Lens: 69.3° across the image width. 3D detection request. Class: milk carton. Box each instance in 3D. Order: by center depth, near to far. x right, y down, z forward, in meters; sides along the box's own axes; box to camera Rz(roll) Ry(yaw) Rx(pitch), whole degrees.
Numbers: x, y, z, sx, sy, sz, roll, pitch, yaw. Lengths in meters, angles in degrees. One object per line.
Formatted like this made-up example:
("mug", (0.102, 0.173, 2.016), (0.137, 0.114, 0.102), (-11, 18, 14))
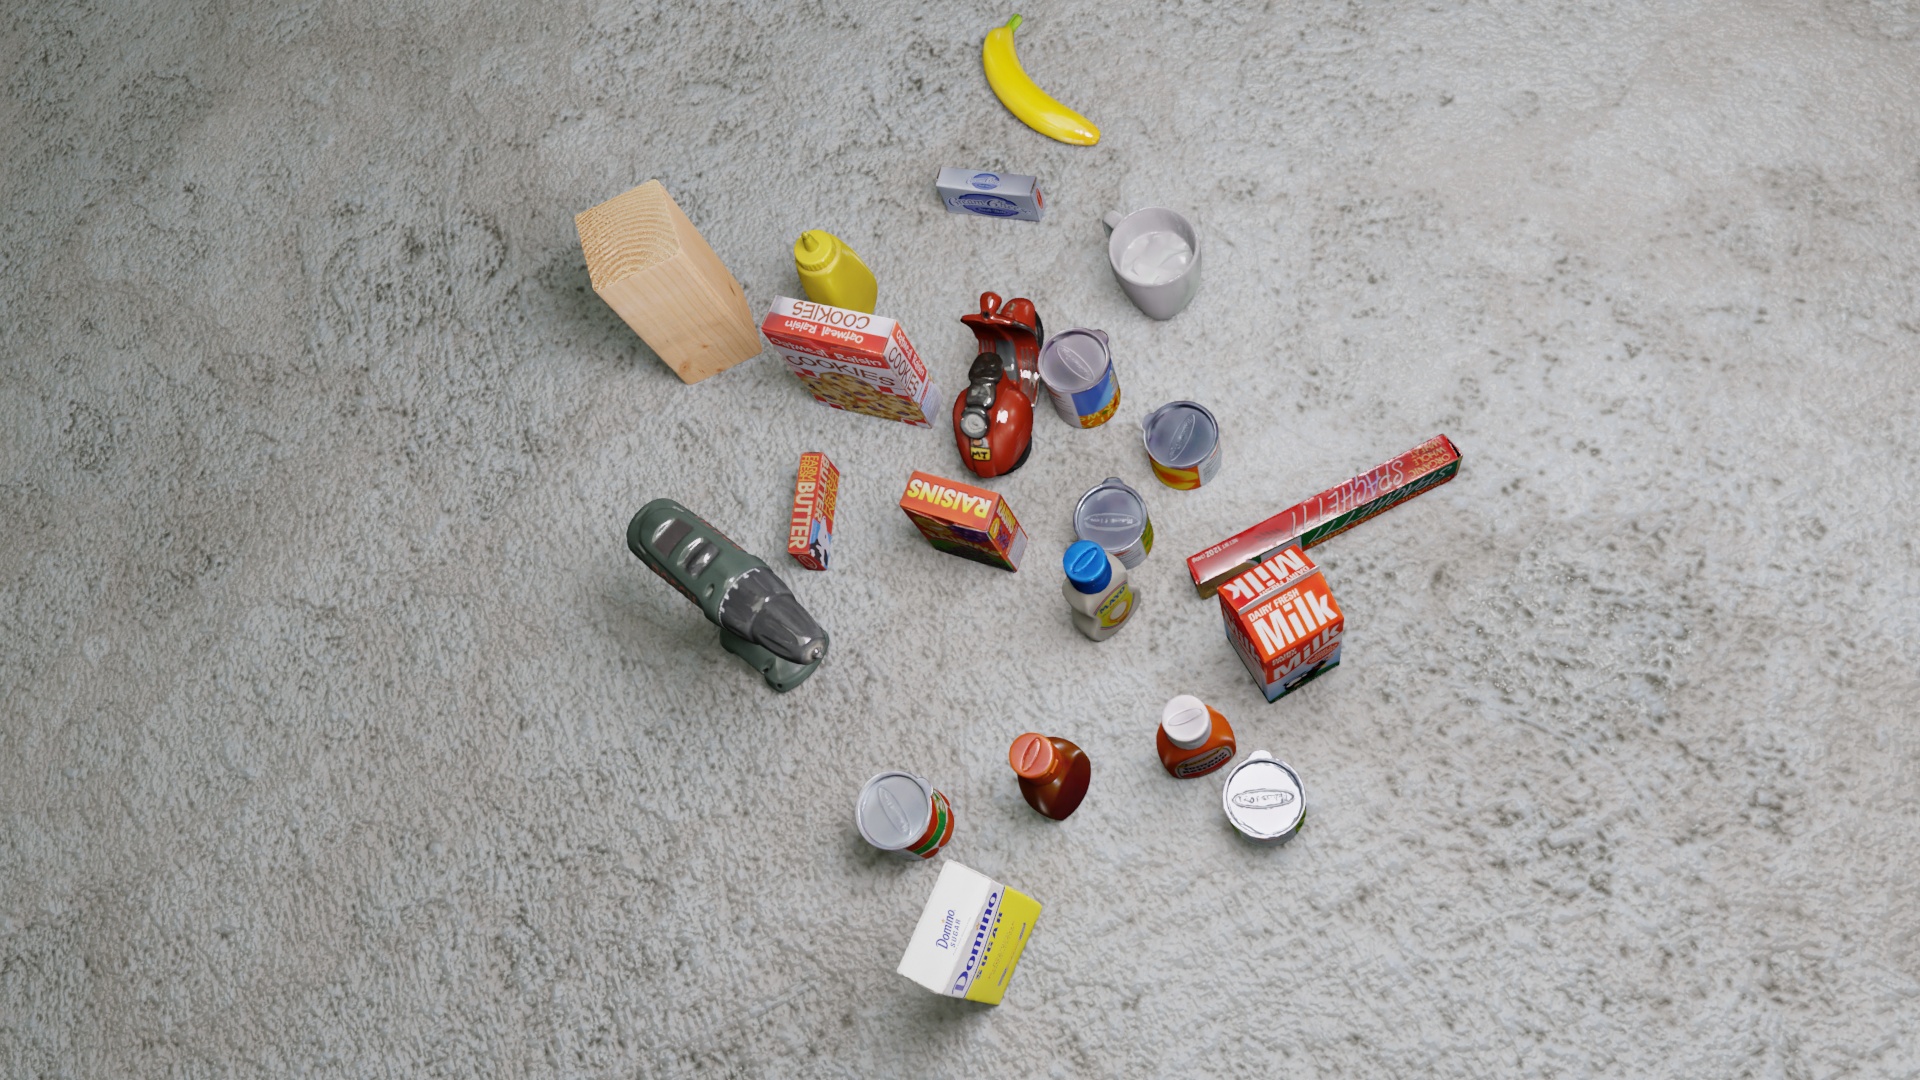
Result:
("milk carton", (0.258, 0.065, 1.117), (0.072, 0.190, 0.073), (-31, 67, 3))

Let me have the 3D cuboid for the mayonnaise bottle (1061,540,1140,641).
("mayonnaise bottle", (0.117, 0.040, 1.185), (0.065, 0.147, 0.041), (-46, 67, -4))

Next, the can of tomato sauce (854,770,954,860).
("can of tomato sauce", (-0.045, 0.235, 1.191), (0.071, 0.083, 0.071), (-5, 70, 13))

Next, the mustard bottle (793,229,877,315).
("mustard bottle", (-0.126, -0.262, 1.348), (0.049, 0.160, 0.065), (20, 77, 20))

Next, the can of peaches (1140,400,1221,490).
("can of peaches", (0.200, -0.086, 1.258), (0.071, 0.058, 0.071), (-5, 70, 13))

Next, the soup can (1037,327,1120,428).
("soup can", (0.114, -0.151, 1.289), (0.071, 0.083, 0.071), (-5, 70, 13))

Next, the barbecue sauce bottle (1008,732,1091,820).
("barbecue sauce bottle", (0.073, 0.190, 1.142), (0.044, 0.148, 0.065), (22, 78, 20))

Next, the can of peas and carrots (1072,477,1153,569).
("can of peas and carrots", (0.138, -0.014, 1.247), (0.071, 0.058, 0.071), (-5, 70, 13))

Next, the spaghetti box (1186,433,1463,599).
("spaghetti box", (0.315, -0.020, 1.209), (0.250, 0.050, 0.029), (-26, 67, 4))

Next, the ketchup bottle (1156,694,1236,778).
("ketchup bottle", (0.187, 0.157, 1.124), (0.065, 0.148, 0.043), (-24, 67, 5))

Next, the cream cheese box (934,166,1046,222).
("cream cheese box", (0.031, -0.348, 1.398), (0.104, 0.053, 0.024), (11, 74, 18))

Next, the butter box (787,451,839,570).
("butter box", (-0.140, -0.028, 1.326), (0.024, 0.053, 0.104), (1, 71, 15))

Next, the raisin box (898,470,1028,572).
("raisin box", (0.004, -0.016, 1.247), (0.086, 0.123, 0.040), (17, 76, 19))

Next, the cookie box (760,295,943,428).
("cookie box", (-0.098, -0.164, 1.302), (0.123, 0.167, 0.040), (14, 75, 18))

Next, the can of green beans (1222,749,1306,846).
("can of green beans", (0.250, 0.214, 1.138), (0.071, 0.057, 0.071), (-5, 70, 13))
